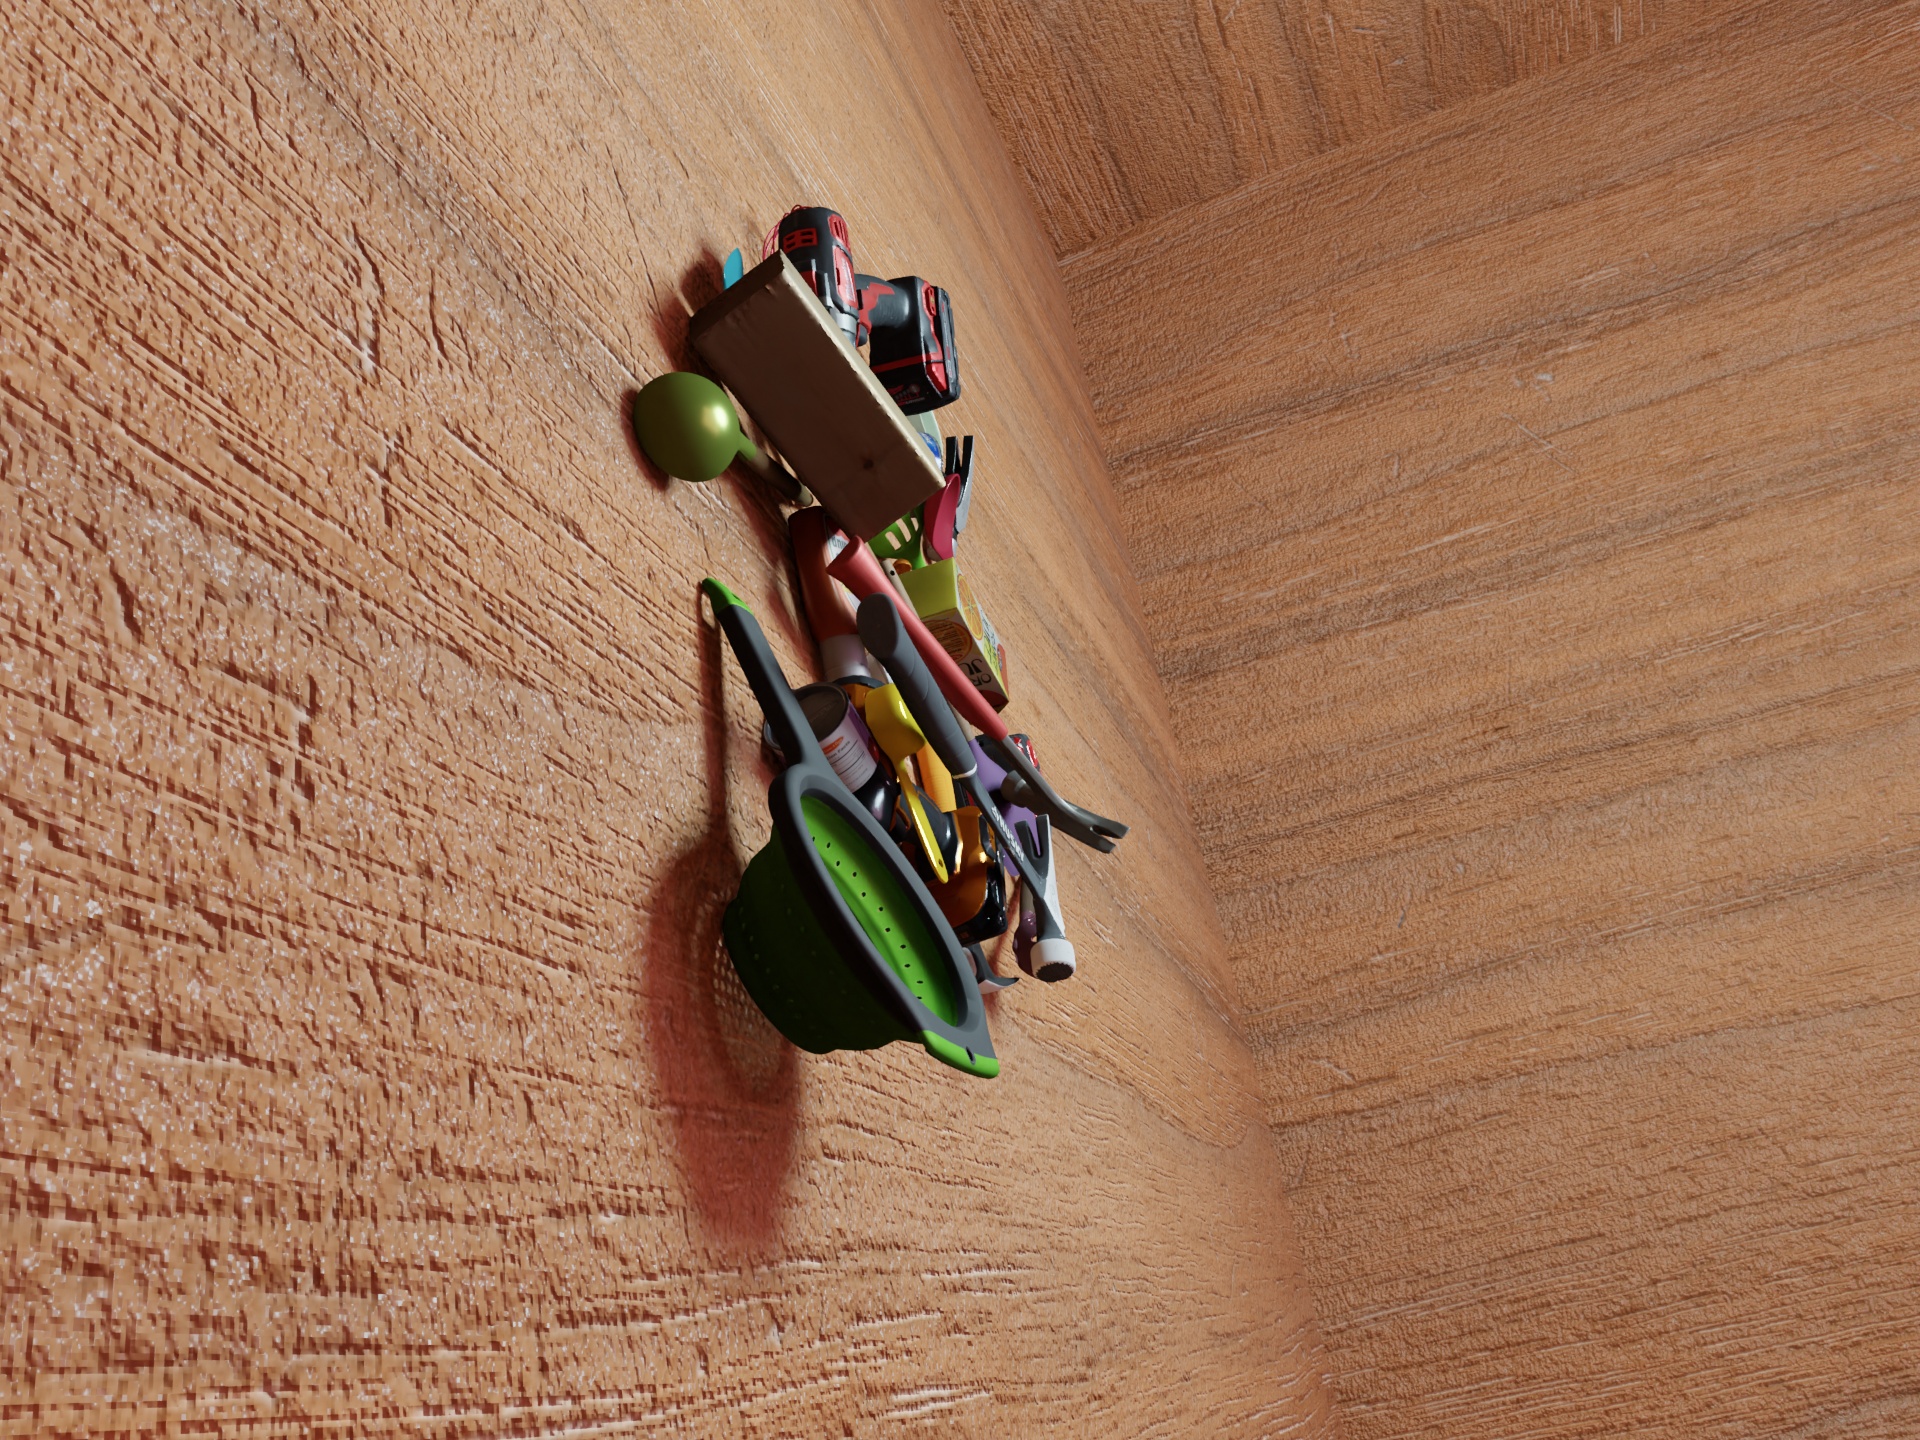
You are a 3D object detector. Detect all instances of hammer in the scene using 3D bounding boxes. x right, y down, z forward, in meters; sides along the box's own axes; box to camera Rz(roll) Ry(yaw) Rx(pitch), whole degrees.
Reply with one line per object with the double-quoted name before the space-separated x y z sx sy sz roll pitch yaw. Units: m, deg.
"hammer" 0.010 0.043 1.217 0.408 0.036 0.149 60 18 -48
"hammer" -0.069 -0.305 1.644 0.334 0.035 0.146 45 52 -55
"hammer" -0.012 0.084 1.461 0.127 0.034 0.337 37 38 -66
"hammer" 0.008 -0.018 1.321 0.149 0.037 0.358 25 -20 50

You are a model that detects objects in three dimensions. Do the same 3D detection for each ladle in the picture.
"ladle" -0.003 -0.119 1.621 0.315 0.031 0.069 80 30 -44
"ladle" -0.166 -0.194 1.207 0.320 0.062 0.078 22 50 -81

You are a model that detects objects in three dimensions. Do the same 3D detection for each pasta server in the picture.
"pasta server" 0.075 0.190 1.597 0.316 0.040 0.060 -71 160 -80

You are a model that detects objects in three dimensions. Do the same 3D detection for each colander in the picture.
"colander" -0.113 0.074 1.013 0.398 0.094 0.204 60 10 30

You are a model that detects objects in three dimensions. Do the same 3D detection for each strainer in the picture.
"strainer" -0.065 -0.045 1.384 0.259 0.050 0.086 -90 158 -71

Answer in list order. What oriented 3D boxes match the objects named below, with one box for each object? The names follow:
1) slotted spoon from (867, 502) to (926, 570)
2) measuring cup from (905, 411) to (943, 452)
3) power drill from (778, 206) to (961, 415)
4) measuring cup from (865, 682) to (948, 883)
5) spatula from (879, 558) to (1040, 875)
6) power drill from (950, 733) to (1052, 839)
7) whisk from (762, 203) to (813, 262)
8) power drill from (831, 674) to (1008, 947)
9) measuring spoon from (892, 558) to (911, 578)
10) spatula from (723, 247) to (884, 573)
"slotted spoon" -0.031 -0.140 1.635 0.031 0.070 0.313 41 -8 28
"measuring cup" -0.068 -0.356 1.763 0.083 0.038 0.167 -93 158 -45
"power drill" -0.082 -0.326 1.392 0.226 0.080 0.188 6 77 -66
"measuring cup" -0.028 0.043 1.177 0.062 0.029 0.157 14 53 -65
"spatula" -0.002 -0.005 1.473 0.060 0.018 0.316 -30 96 -37
"power drill" 0.047 0.083 1.617 0.219 0.078 0.143 13 61 -77
"whisk" -0.138 -0.338 1.431 0.073 0.073 0.296 43 38 -64
"power drill" -0.042 0.091 1.251 0.226 0.084 0.164 54 23 -42
"measuring spoon" -0.047 -0.130 1.590 0.116 0.021 0.011 61 17 -61
"spatula" -0.129 -0.238 1.336 0.317 0.044 0.082 59 15 -24
